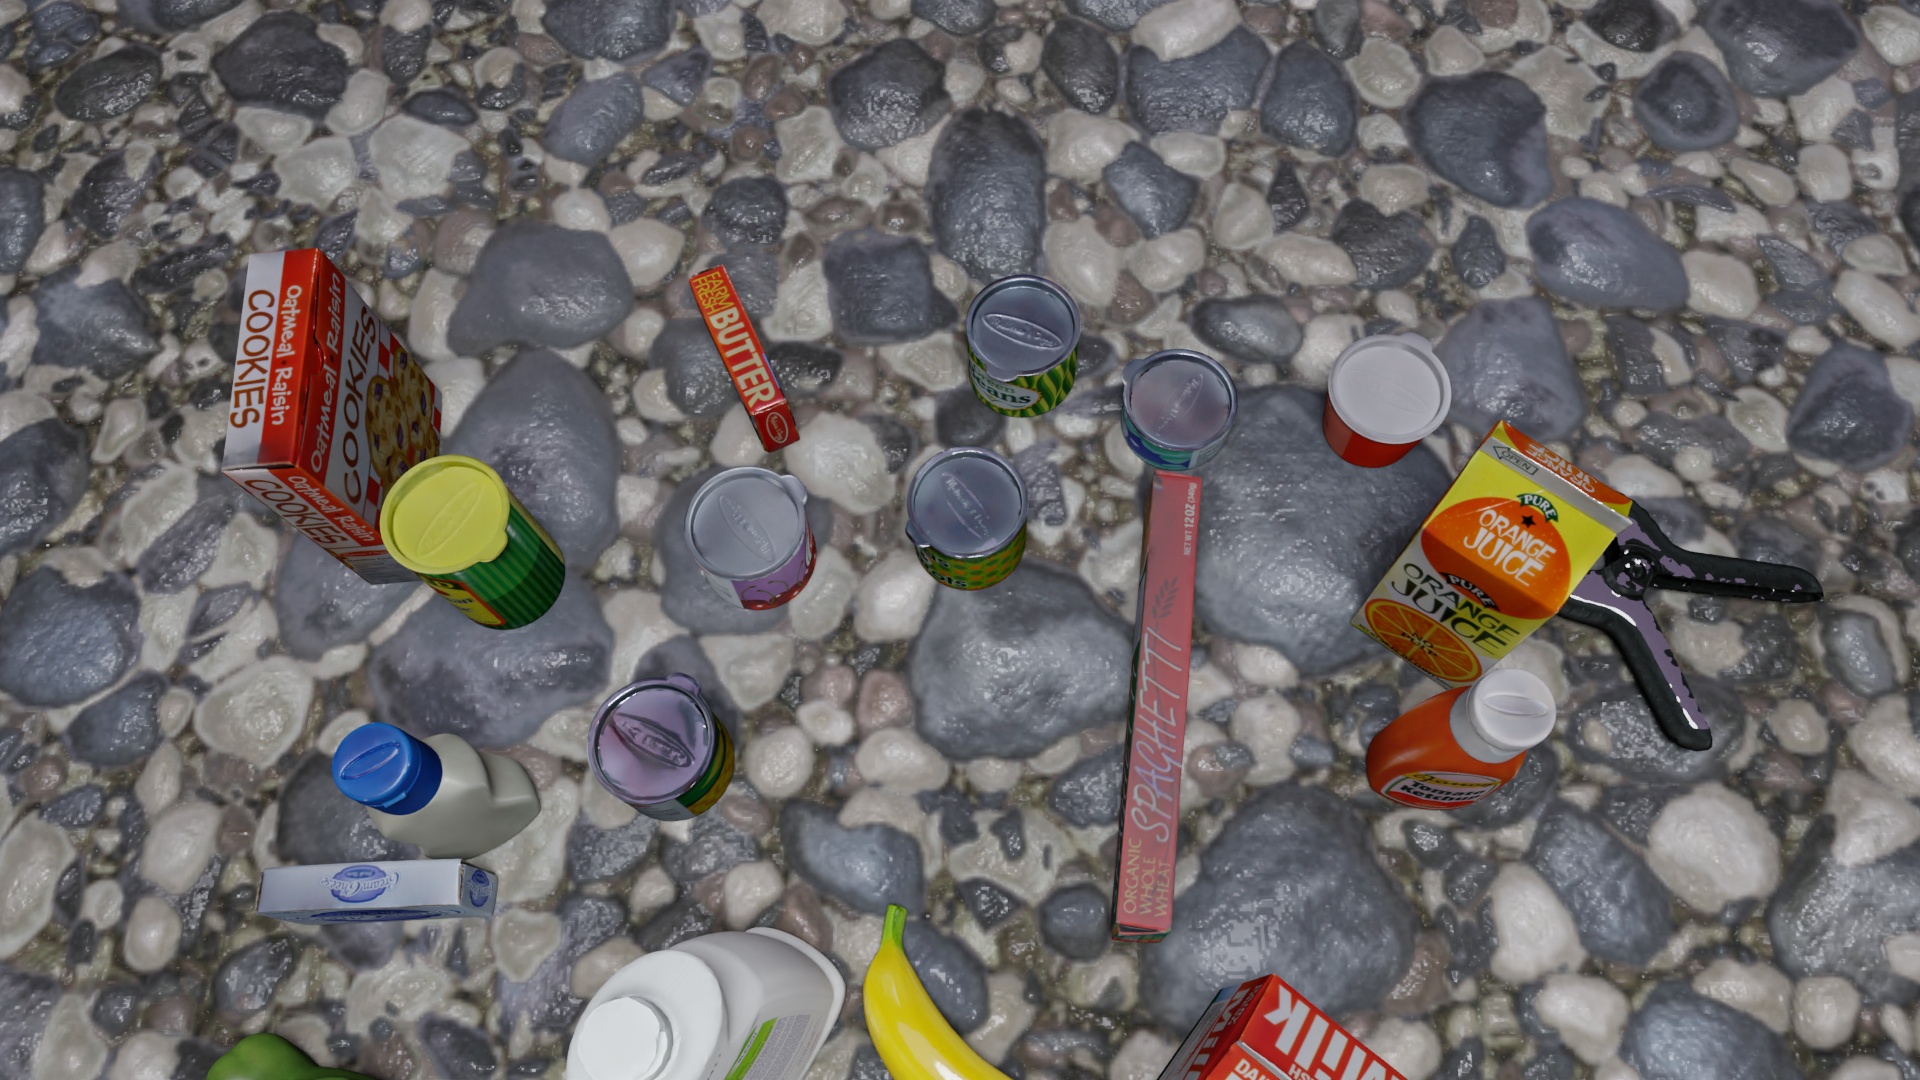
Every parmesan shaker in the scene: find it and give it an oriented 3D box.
[{"bbox_3d":[-0.261,0.006,0.758,0.071,0.102,0.071,-1,69,2],"label":"parmesan shaker"}]

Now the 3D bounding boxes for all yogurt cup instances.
[{"bbox_3d":[0.241,-0.077,0.801,0.072,0.053,0.072,-1,69,2],"label":"yogurt cup"}]

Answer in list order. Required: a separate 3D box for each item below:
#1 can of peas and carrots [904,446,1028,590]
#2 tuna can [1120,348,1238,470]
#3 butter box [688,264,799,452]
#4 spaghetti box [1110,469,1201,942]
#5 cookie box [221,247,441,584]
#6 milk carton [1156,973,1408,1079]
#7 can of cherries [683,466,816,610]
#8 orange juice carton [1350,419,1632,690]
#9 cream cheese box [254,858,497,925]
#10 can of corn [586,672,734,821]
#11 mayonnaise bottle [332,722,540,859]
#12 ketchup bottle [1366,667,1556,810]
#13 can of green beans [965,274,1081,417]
[{"bbox_3d":[0.003,-0.010,0.779,0.071,0.058,0.071,-1,69,2],"label":"can of peas and carrots"},{"bbox_3d":[0.125,-0.077,0.816,0.071,0.032,0.071,-1,69,2],"label":"tuna can"},{"bbox_3d":[-0.129,-0.108,0.825,0.024,0.053,0.104,-24,70,-7],"label":"butter box"},{"bbox_3d":[0.105,0.086,0.743,0.029,0.050,0.251,6,69,4],"label":"spaghetti box"},{"bbox_3d":[-0.331,-0.061,0.752,0.040,0.167,0.123,-5,69,0],"label":"cookie box"},{"bbox_3d":[0.136,0.243,0.606,0.072,0.190,0.073,37,75,14],"label":"milk carton"},{"bbox_3d":[-0.114,-0.001,0.780,0.071,0.058,0.072,-1,69,2],"label":"can of cherries"},{"bbox_3d":[0.265,0.007,0.693,0.072,0.192,0.073,36,74,14],"label":"orange juice carton"},{"bbox_3d":[-0.299,0.182,0.716,0.104,0.053,0.024,-3,69,1],"label":"cream cheese box"},{"bbox_3d":[-0.156,0.110,0.737,0.071,0.058,0.071,-1,69,2],"label":"can of corn"},{"bbox_3d":[-0.260,0.124,0.687,0.065,0.147,0.041,-29,71,-9],"label":"mayonnaise bottle"},{"bbox_3d":[0.247,0.098,0.681,0.065,0.148,0.044,6,69,4],"label":"ketchup bottle"},{"bbox_3d":[0.036,-0.113,0.819,0.071,0.057,0.071,-1,69,2],"label":"can of green beans"}]
